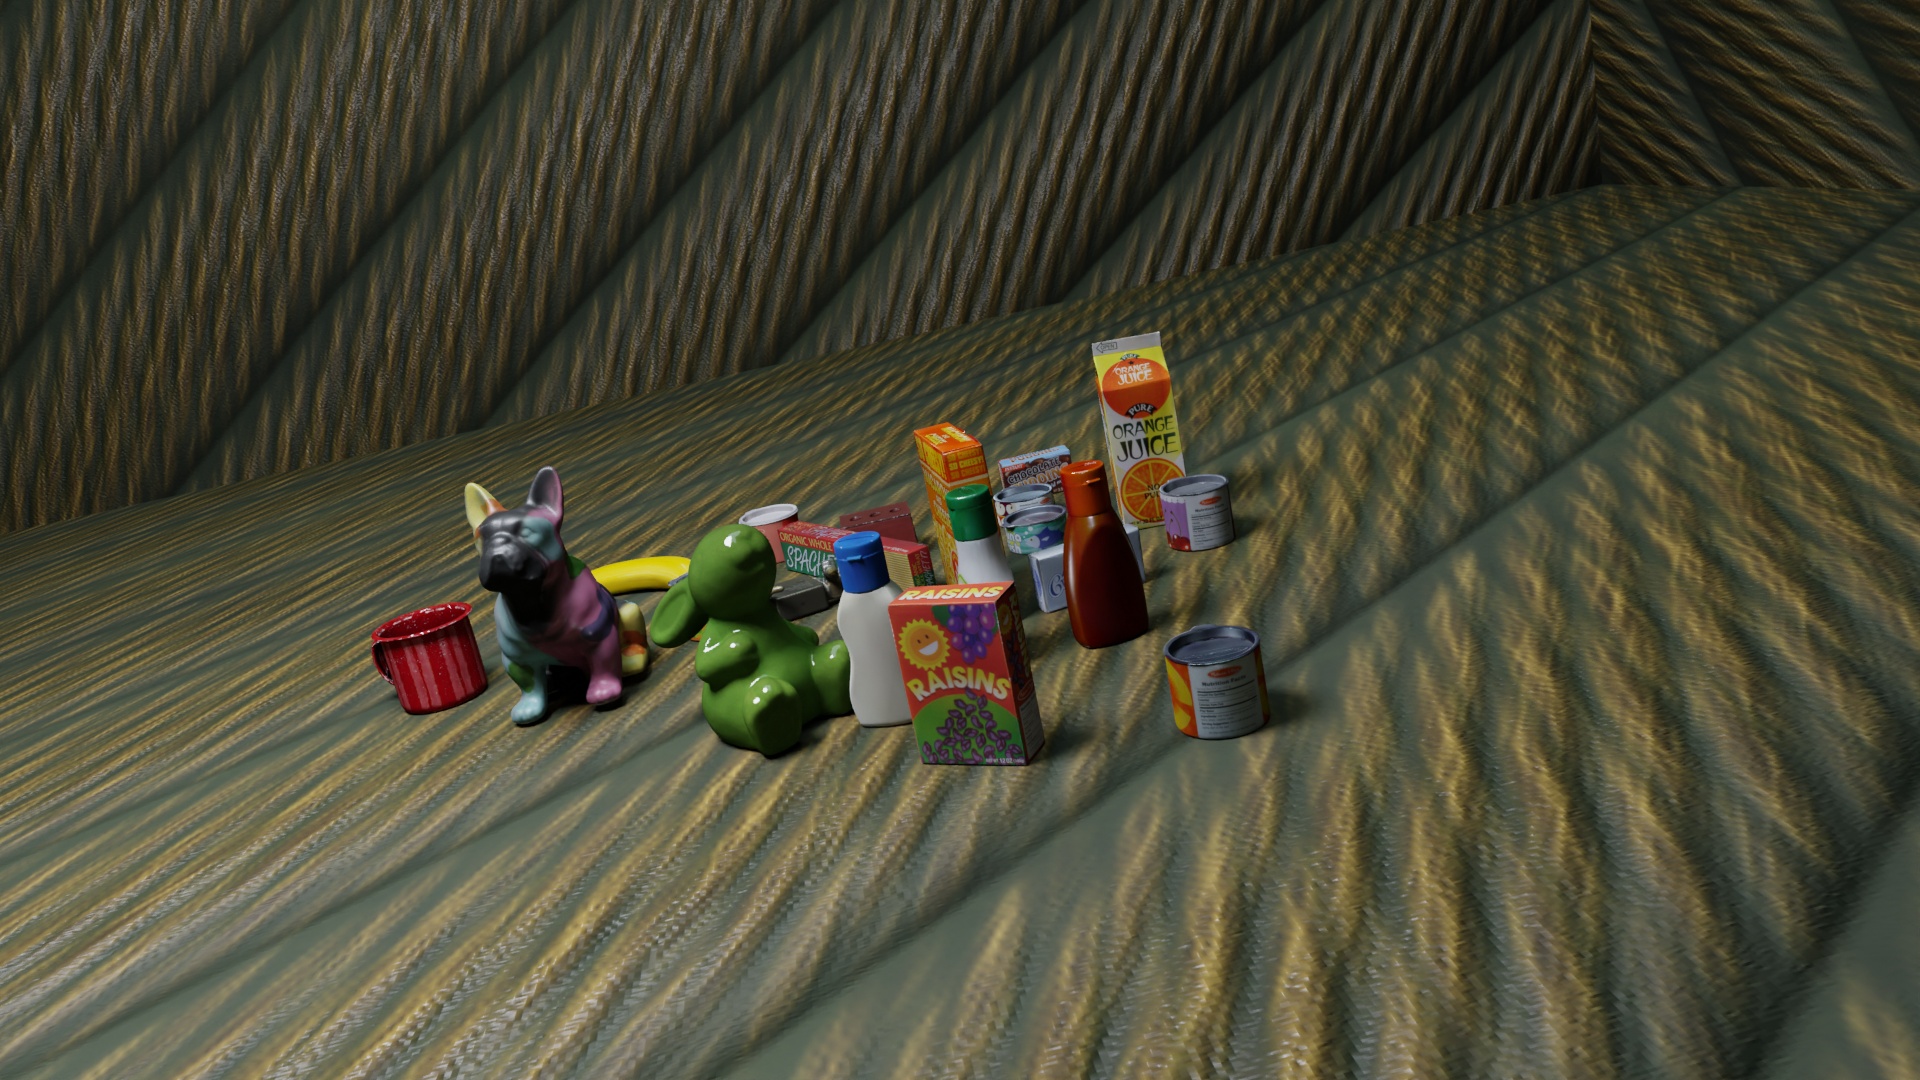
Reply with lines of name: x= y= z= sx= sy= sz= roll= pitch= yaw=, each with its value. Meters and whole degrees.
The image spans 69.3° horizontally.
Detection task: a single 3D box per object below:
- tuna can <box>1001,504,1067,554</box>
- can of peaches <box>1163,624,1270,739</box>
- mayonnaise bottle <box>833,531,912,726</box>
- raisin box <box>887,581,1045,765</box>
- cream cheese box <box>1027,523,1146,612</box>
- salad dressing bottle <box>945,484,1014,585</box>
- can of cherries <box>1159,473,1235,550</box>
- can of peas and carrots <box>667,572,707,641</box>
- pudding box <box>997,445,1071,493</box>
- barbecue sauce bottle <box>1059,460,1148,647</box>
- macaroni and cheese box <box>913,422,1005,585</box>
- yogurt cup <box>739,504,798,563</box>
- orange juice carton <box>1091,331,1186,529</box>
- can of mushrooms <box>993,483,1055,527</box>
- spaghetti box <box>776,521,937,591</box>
tuna can: x=0.077 y=-0.011 z=1.435 sx=0.071 sy=0.032 sz=0.071 roll=-11 pitch=16 yaw=3
can of peaches: x=0.177 y=0.097 z=0.958 sx=0.071 sy=0.058 sz=0.071 roll=-11 pitch=16 yaw=3
mayonnaise bottle: x=-0.063 y=0.068 z=1.061 sx=0.065 sy=0.147 sz=0.041 roll=-9 pitch=16 yaw=11
raisin box: x=0.005 y=0.093 z=0.972 sx=0.086 sy=0.123 sz=0.040 roll=-4 pitch=18 yaw=27
cream cheese box: x=0.115 y=0.025 z=1.251 sx=0.104 sy=0.053 sz=0.024 roll=-16 pitch=16 yaw=-16
salad dressing bottle: x=0.019 y=0.029 z=1.137 sx=0.044 sy=0.147 sz=0.064 roll=-17 pitch=17 yaw=-18
can of cherries: x=0.228 y=-0.028 z=1.341 sx=0.071 sy=0.058 sz=0.072 roll=-11 pitch=16 yaw=3
can of peas and carrots: x=-0.246 y=0.061 z=1.369 sx=0.071 sy=0.058 sz=0.071 roll=-11 pitch=16 yaw=3
pudding box: x=0.089 y=-0.078 z=1.621 sx=0.084 sy=0.049 sz=0.030 roll=-13 pitch=16 yaw=-6
barbecue sauce bottle: x=0.112 y=0.010 z=1.134 sx=0.065 sy=0.148 sz=0.044 roll=-17 pitch=16 yaw=-16
macaroni and cheese box: x=0.005 y=-0.016 z=1.263 sx=0.040 sy=0.166 sz=0.124 roll=-15 pitch=16 yaw=-10
yogurt cup: x=-0.213 y=-0.006 z=1.582 sx=0.072 sy=0.053 sz=0.072 roll=-11 pitch=16 yaw=3
orange juice carton: x=0.185 y=-0.115 z=1.424 sx=0.072 sy=0.192 sz=0.073 roll=-11 pitch=16 yaw=4
can of mushrooms: x=0.071 y=-0.039 z=1.532 sx=0.071 sy=0.033 sz=0.071 roll=-11 pitch=16 yaw=3
spaghetti box: x=-0.112 y=0.018 z=1.437 sx=0.029 sy=0.050 sz=0.250 roll=-23 pitch=20 yaw=-34
